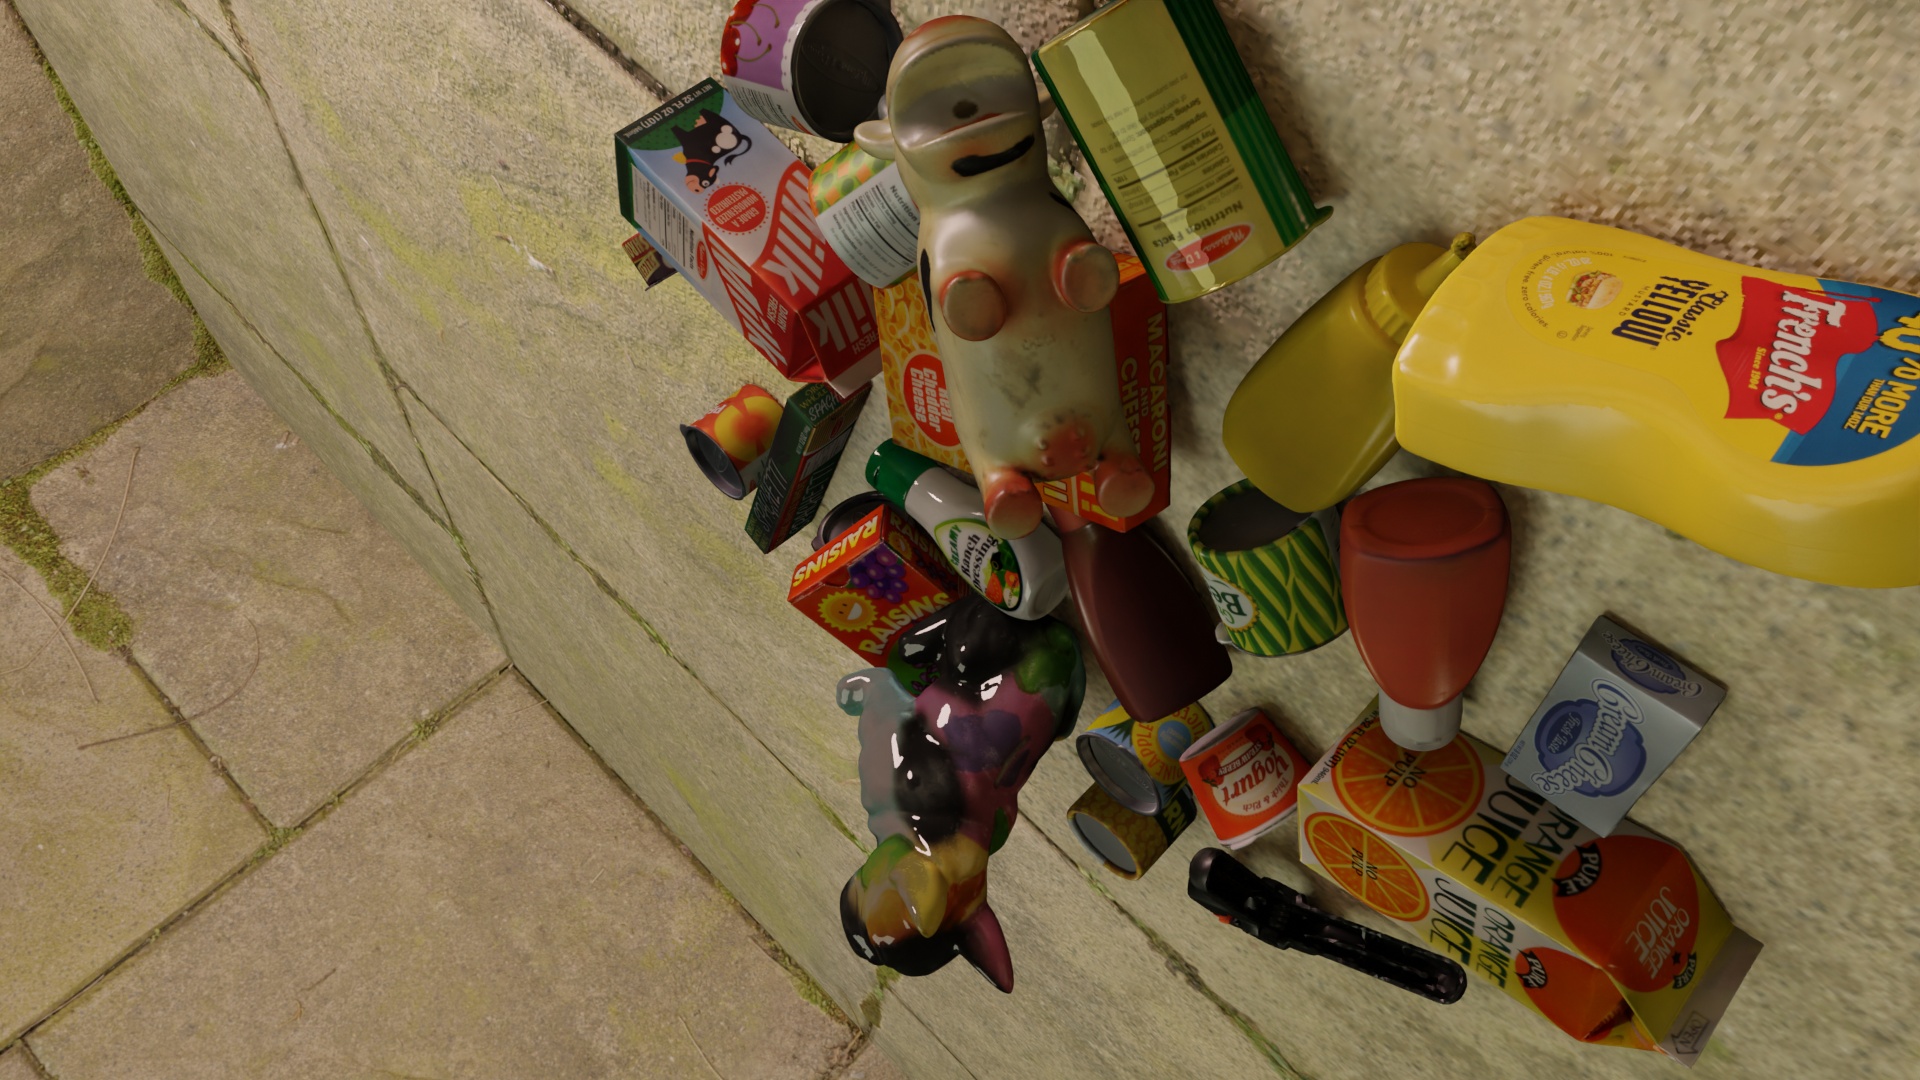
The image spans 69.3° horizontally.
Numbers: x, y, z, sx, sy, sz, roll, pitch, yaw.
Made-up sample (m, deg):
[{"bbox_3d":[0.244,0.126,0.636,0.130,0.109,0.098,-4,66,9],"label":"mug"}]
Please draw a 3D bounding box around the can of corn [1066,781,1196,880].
[{"bbox_3d":[0.115,0.184,0.928,0.071,0.058,0.070,38,153,23],"label":"can of corn"}]

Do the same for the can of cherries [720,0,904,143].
[{"bbox_3d":[-0.067,-0.224,0.642,0.058,0.072,0.071,27,147,41],"label":"can of cherries"}]

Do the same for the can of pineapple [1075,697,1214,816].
[{"bbox_3d":[0.114,0.124,0.843,0.071,0.058,0.070,37,153,23],"label":"can of pineapple"}]

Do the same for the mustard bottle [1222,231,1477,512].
[{"bbox_3d":[0.152,-0.067,0.518,0.065,0.049,0.159,45,154,8],"label":"mustard bottle"}]

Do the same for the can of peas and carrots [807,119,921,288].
[{"bbox_3d":[-0.026,-0.158,0.632,0.058,0.071,0.071,-29,104,28],"label":"can of peas and carrots"}]

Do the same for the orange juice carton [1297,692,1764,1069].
[{"bbox_3d":[0.255,0.156,0.639,0.193,0.072,0.072,30,150,36],"label":"orange juice carton"}]

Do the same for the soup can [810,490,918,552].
[{"bbox_3d":[-0.057,0.019,0.962,0.071,0.071,0.083,25,146,42],"label":"soup can"}]

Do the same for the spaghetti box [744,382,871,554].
[{"bbox_3d":[-0.113,-0.052,0.979,0.029,0.050,0.249,49,156,5],"label":"spaghetti box"}]

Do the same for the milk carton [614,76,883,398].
[{"bbox_3d":[-0.105,-0.162,0.782,0.191,0.072,0.073,45,155,11],"label":"milk carton"}]

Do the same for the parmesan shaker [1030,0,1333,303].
[{"bbox_3d":[0.081,-0.149,0.504,0.071,0.071,0.103,0,125,59],"label":"parmesan shaker"}]

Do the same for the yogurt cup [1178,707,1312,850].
[{"bbox_3d":[0.159,0.130,0.774,0.054,0.072,0.072,56,156,4],"label":"yogurt cup"}]

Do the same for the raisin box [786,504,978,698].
[{"bbox_3d":[-0.039,0.043,0.912,0.086,0.040,0.123,-33,122,28],"label":"raisin box"}]

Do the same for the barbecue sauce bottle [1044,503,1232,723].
[{"bbox_3d":[0.086,0.020,0.741,0.148,0.065,0.043,62,172,-7],"label":"barbecue sauce bottle"}]

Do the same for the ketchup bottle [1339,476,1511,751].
[{"bbox_3d":[0.196,0.037,0.588,0.065,0.044,0.148,-7,139,11],"label":"ketchup bottle"}]

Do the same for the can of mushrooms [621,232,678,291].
[{"bbox_3d":[-0.177,-0.187,0.867,0.071,0.071,0.033,-1,124,59],"label":"can of mushrooms"}]

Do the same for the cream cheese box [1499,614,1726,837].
[{"bbox_3d":[0.264,0.078,0.569,0.053,0.024,0.103,36,152,24],"label":"cream cheese box"}]

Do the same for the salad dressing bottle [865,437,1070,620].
[{"bbox_3d":[0.003,-0.011,0.851,0.148,0.044,0.064,38,137,28],"label":"salad dressing bottle"}]

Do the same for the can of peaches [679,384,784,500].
[{"bbox_3d":[-0.160,-0.074,1.017,0.071,0.058,0.071,39,154,23],"label":"can of peaches"}]

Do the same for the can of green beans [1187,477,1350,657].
[{"bbox_3d":[0.142,0.010,0.624,0.071,0.071,0.057,13,137,52],"label":"can of green beans"}]

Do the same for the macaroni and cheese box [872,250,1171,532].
[{"bbox_3d":[0.027,-0.088,0.678,0.166,0.040,0.123,24,131,42],"label":"macaroni and cheese box"}]
